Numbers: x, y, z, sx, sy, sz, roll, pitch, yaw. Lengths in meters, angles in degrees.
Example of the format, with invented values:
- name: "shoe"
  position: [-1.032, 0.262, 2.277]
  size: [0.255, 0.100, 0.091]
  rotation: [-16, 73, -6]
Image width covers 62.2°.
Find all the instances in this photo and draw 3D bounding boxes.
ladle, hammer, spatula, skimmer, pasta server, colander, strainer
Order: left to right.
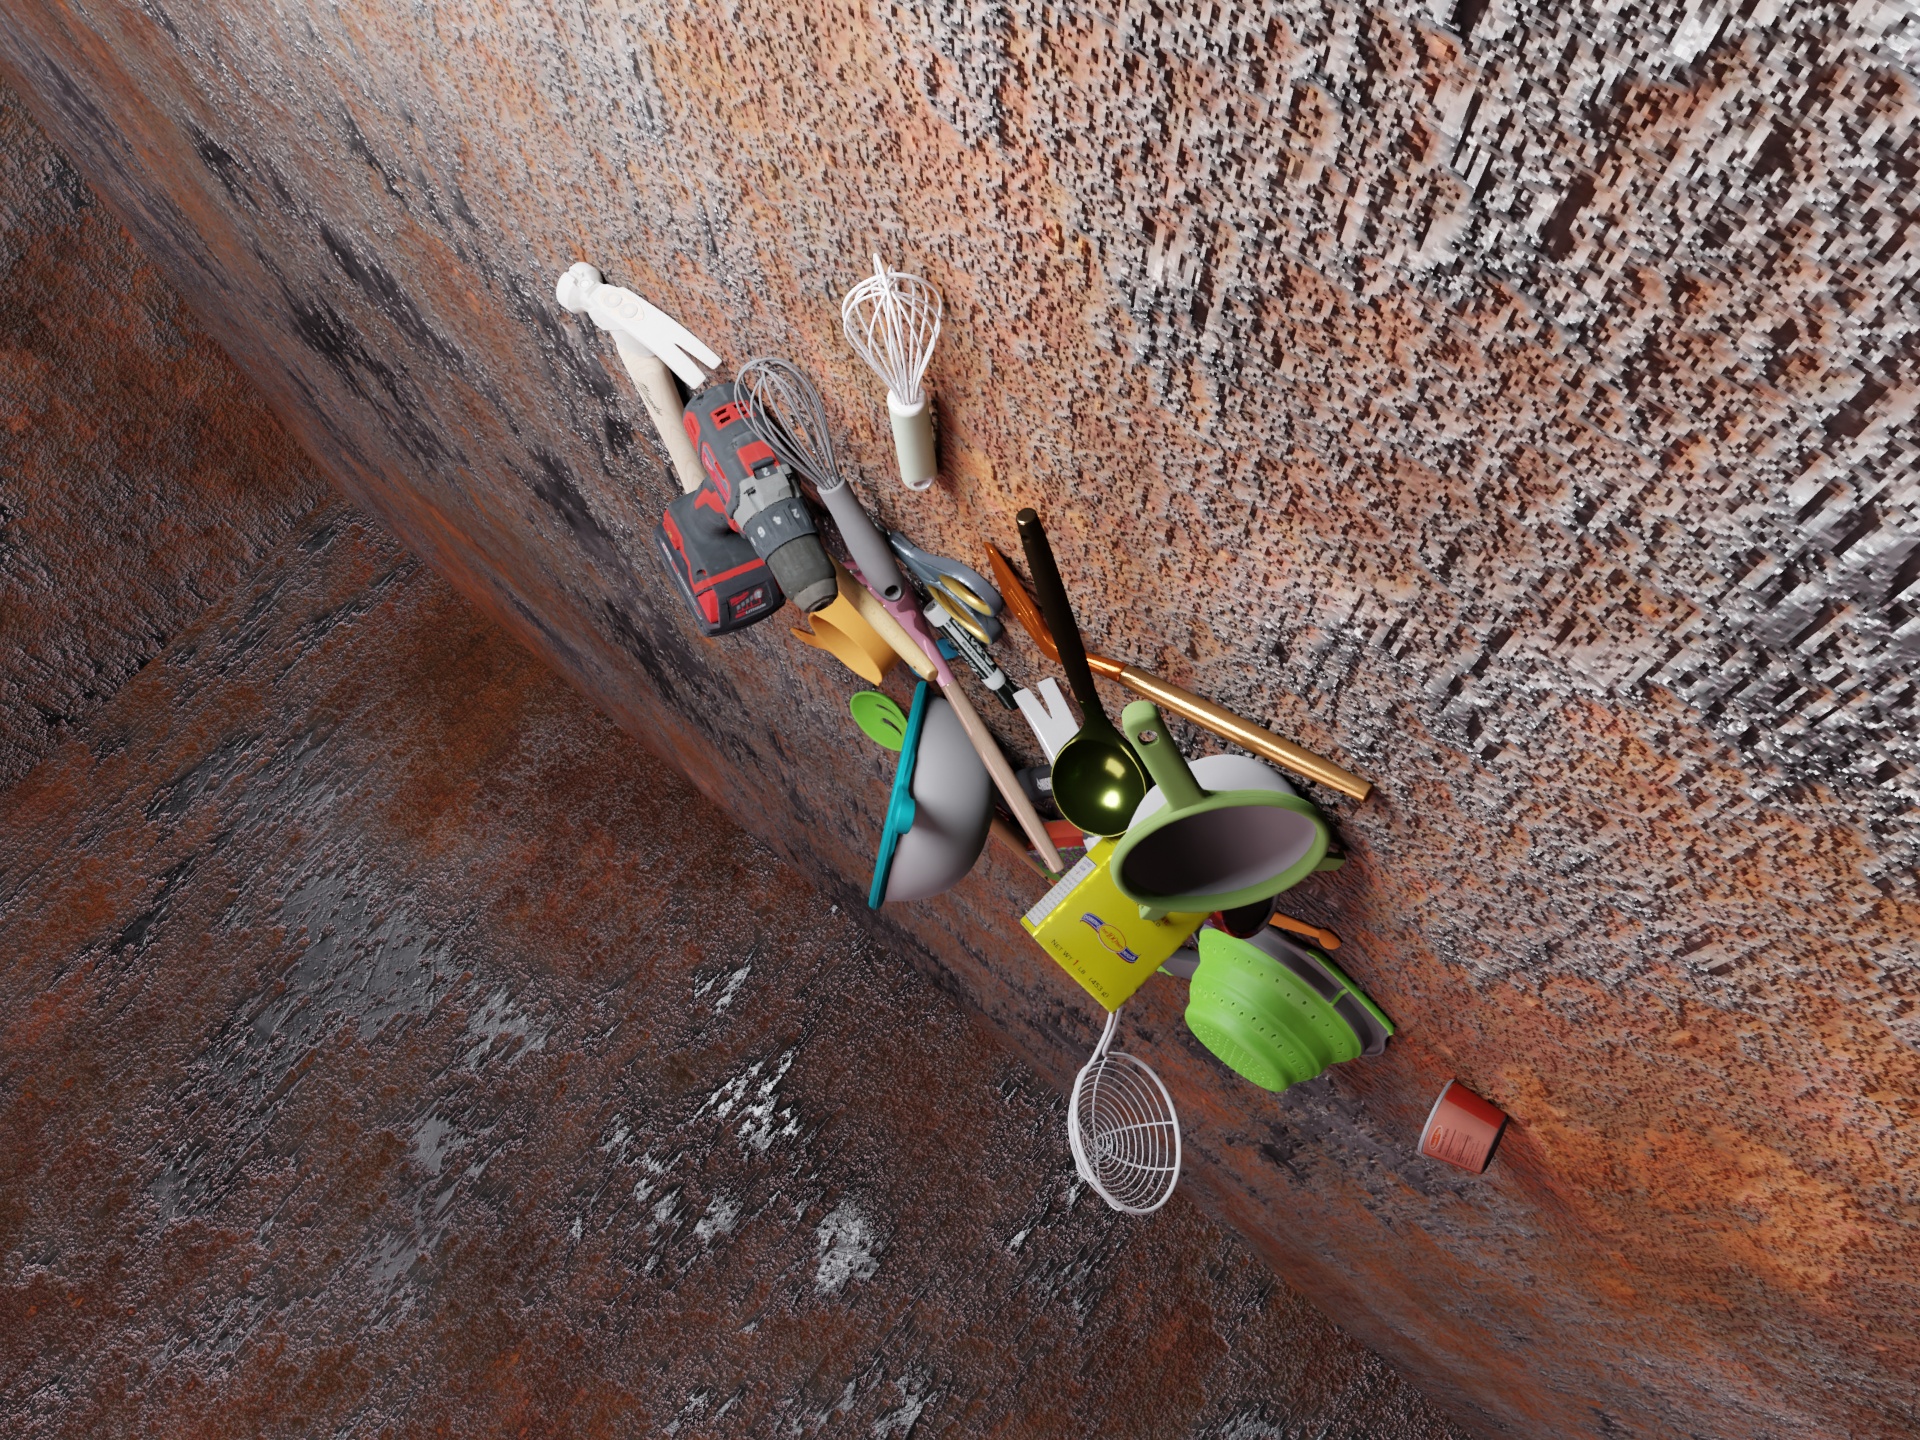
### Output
- name: "hammer"
  position: [-0.237, -0.234, 1.398]
  size: [0.146, 0.038, 0.410]
  rotation: [36, 165, 16]
- name: "ladle"
  position: [-0.098, -0.116, 1.271]
  size: [0.316, 0.031, 0.069]
  rotation: [47, 162, 44]
- name: "strainer"
  position: [-0.014, 0.077, 1.377]
  size: [0.095, 0.211, 0.340]
  rotation: [13, -179, -2]
- name: "pasta server"
  position: [-0.002, -0.004, 1.325]
  size: [0.316, 0.040, 0.060]
  rotation: [59, 156, -7]
- name: "hammer"
  position: [0.068, 0.049, 1.383]
  size: [0.335, 0.035, 0.146]
  rotation: [151, 96, -81]
- name: "ladle"
  position: [0.072, -0.023, 1.050]
  size: [0.078, 0.062, 0.319]
  rotation: [17, 153, 26]
- name: "skimmer"
  position: [0.153, 0.211, 1.243]
  size: [0.090, 0.127, 0.363]
  rotation: [24, 114, 35]
- name: "spatula"
  position: [0.136, -0.028, 1.073]
  size: [0.323, 0.041, 0.080]
  rotation: [29, 161, 28]
- name: "strainer"
  position: [0.153, 0.042, 1.056]
  size: [0.256, 0.151, 0.069]
  rotation: [53, -155, -49]
- name: "colander"
  position: [0.244, 0.269, 1.501]
  size: [0.204, 0.094, 0.397]
  rotation: [44, 165, -11]

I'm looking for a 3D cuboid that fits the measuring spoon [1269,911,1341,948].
- name: "measuring spoon"
  position: [0.272, 0.172, 1.316]
  size: [0.021, 0.011, 0.117]
  rotation: [48, 164, -24]

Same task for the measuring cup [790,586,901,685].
- name: "measuring cup"
  position: [-0.107, -0.088, 1.459]
  size: [0.095, 0.052, 0.174]
  rotation: [49, 166, -25]

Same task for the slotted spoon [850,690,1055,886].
- name: "slotted spoon"
  position: [-0.004, 0.067, 1.604]
  size: [0.314, 0.031, 0.070]
  rotation: [42, 145, 30]

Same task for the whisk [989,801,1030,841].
- name: "whisk"
  position: [0.042, 0.101, 1.621]
  size: [0.296, 0.073, 0.073]
  rotation: [18, 153, 42]

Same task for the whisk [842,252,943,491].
- name: "whisk"
  position: [-0.034, -0.202, 0.971]
  size: [0.246, 0.058, 0.059]
  rotation: [81, 173, -72]

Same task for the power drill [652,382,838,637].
- name: "power drill"
  position: [-0.170, -0.143, 1.278]
  size: [0.188, 0.080, 0.226]
  rotation: [61, 157, 8]

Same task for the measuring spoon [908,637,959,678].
- name: "measuring spoon"
  position: [-0.024, -0.054, 1.396]
  size: [0.042, 0.021, 0.128]
  rotation: [43, 167, -7]

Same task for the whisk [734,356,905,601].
- name: "whisk"
  position: [-0.097, -0.172, 1.173]
  size: [0.055, 0.055, 0.238]
  rotation: [27, 156, 44]
